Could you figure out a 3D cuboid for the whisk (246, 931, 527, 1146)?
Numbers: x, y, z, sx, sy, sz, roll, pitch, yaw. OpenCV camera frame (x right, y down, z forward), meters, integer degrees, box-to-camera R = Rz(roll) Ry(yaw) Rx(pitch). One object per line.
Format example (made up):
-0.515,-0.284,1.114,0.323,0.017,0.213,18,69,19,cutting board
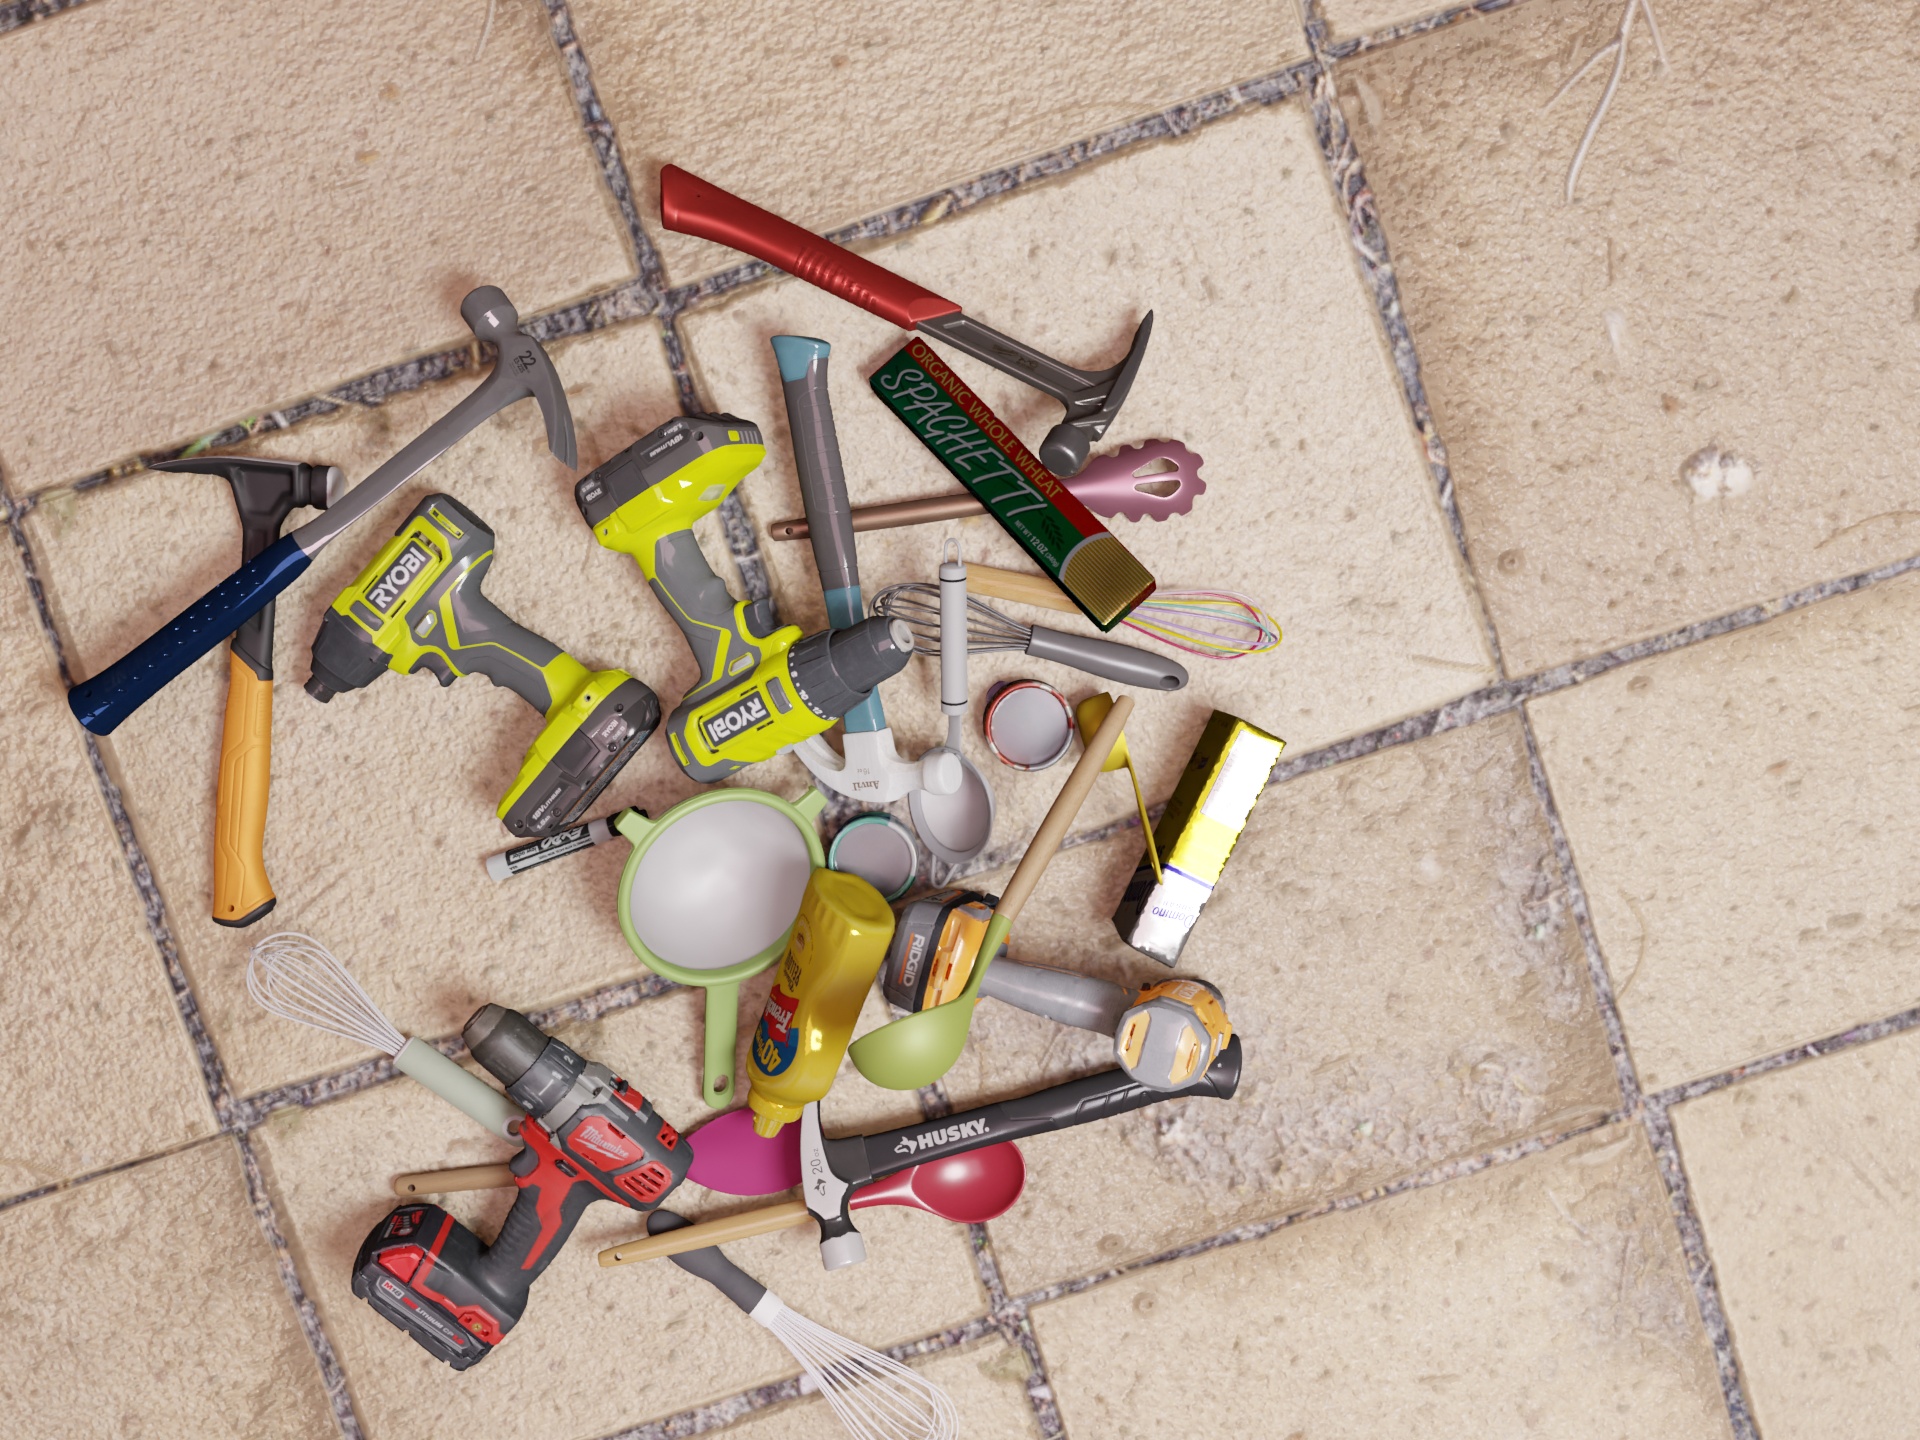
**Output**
-0.411,0.235,1.155,0.246,0.059,0.058,37,76,-8,whisk

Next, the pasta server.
0.021,-0.157,1.146,0.316,0.040,0.060,-8,94,3,pasta server

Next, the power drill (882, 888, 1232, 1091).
0.080,0.187,1.118,0.226,0.185,0.084,16,94,17,power drill

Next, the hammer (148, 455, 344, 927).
-0.517,-0.020,1.139,0.127,0.034,0.337,5,94,-2,hammer

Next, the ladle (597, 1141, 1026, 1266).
-0.107,0.358,1.163,0.315,0.031,0.069,-11,79,-6,ladle

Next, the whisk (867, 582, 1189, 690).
0.050,-0.055,1.145,0.239,0.055,0.055,13,94,-7,whisk

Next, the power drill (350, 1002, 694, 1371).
-0.327,0.324,1.126,0.226,0.080,0.187,-45,102,6,power drill

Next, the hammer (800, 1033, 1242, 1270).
0.046,0.283,1.159,0.334,0.035,0.146,-14,72,-6,hammer

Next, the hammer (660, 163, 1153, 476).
-0.046,-0.303,1.113,0.359,0.036,0.149,27,62,4,hammer

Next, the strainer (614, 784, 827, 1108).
-0.181,0.157,1.151,0.151,0.069,0.256,-6,114,-26,strainer

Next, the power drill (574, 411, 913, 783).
-0.149,-0.090,1.086,0.190,0.080,0.228,-27,88,26,power drill

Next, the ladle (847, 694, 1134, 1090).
0.029,0.102,1.042,0.062,0.078,0.320,31,65,3,ladle

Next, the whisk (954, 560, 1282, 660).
0.111,-0.084,1.149,0.245,0.051,0.047,11,73,2,whisk

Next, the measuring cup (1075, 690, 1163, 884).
0.110,0.050,1.115,0.029,0.062,0.157,-14,56,2,measuring cup

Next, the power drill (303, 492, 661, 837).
-0.340,-0.026,1.124,0.223,0.080,0.171,41,93,0,power drill

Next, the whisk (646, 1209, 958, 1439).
-0.118,0.453,1.171,0.284,0.070,0.070,38,93,1,whisk

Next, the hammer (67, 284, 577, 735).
-0.438,-0.122,1.085,0.405,0.035,0.144,-37,73,3,hammer

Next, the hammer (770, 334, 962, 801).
-0.084,-0.106,1.109,0.128,0.033,0.331,-7,96,32,hammer

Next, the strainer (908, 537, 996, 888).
-0.002,-0.004,1.121,0.050,0.087,0.258,-21,120,-40,strainer

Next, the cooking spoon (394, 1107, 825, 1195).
-0.258,0.328,1.177,0.319,0.017,0.068,-6,98,-1,cooking spoon
